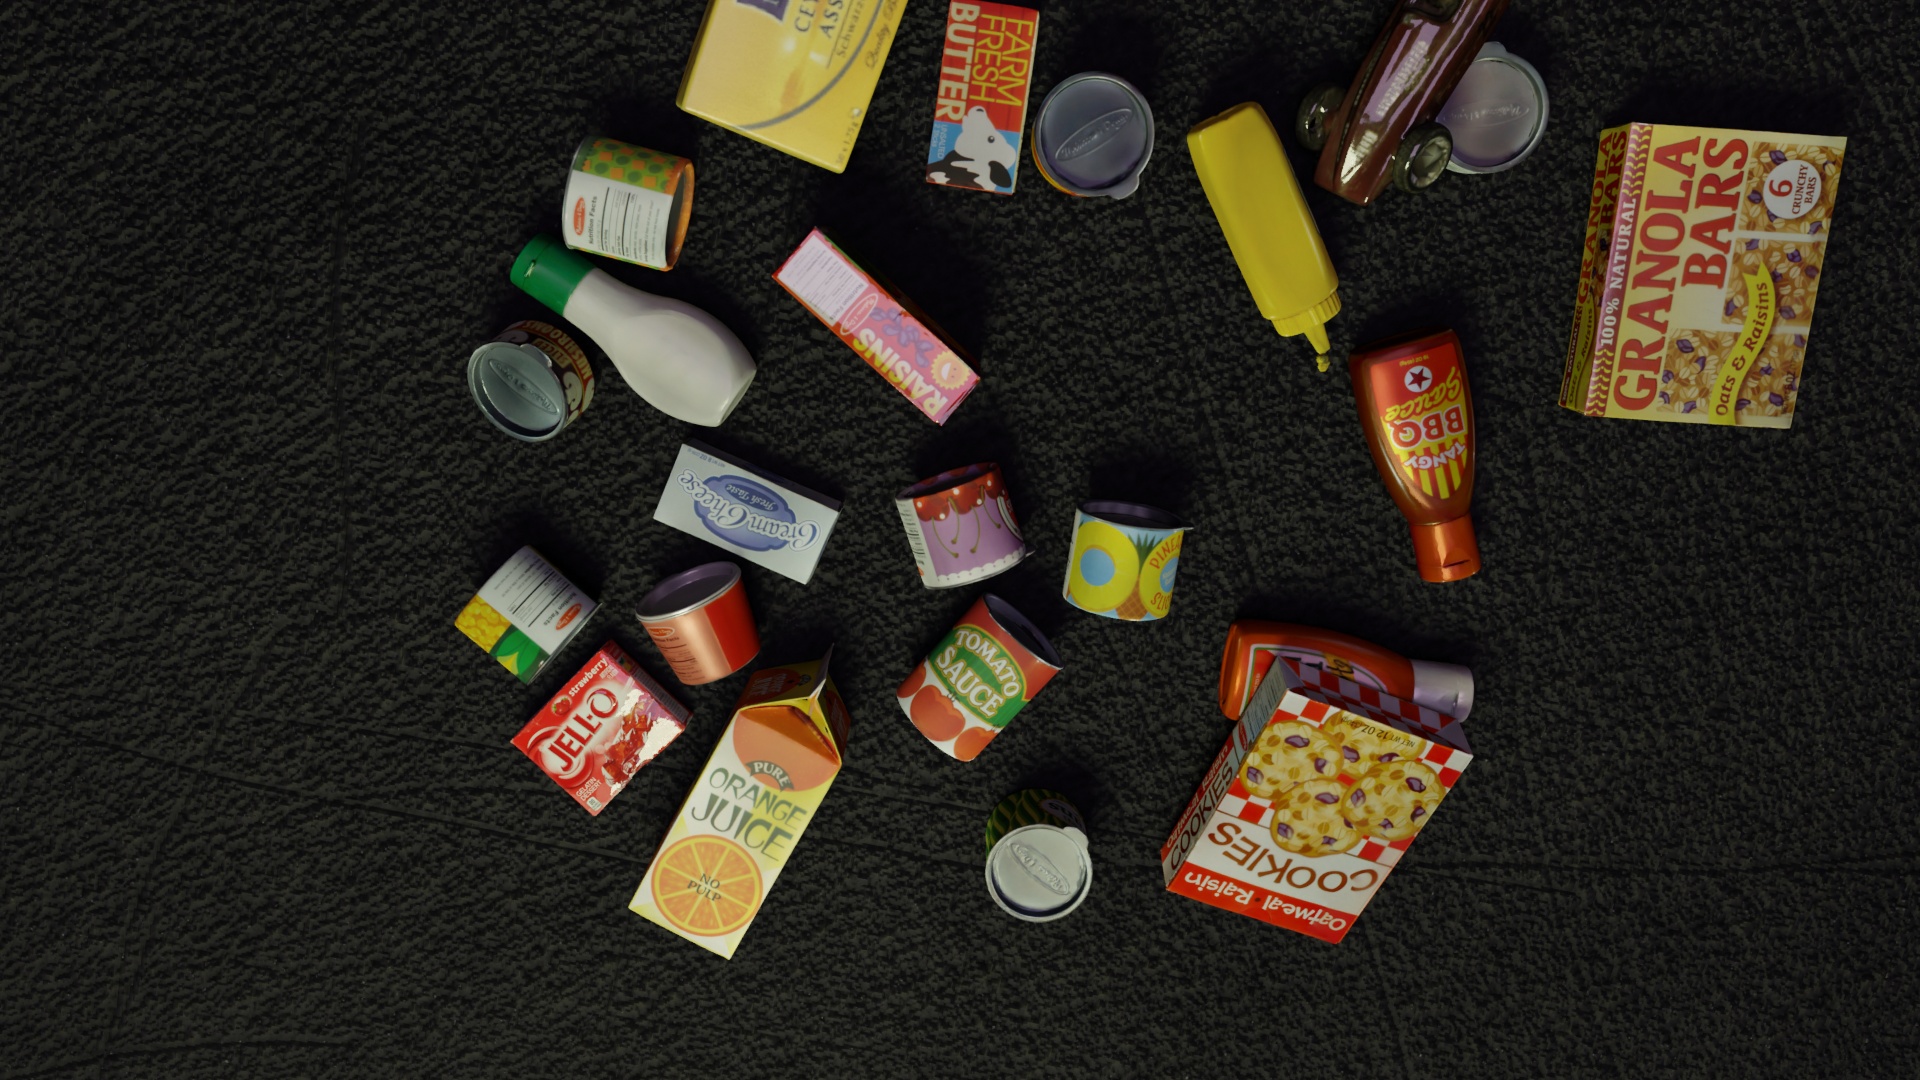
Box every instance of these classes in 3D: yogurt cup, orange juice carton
[{"bbox_3d":[-0.157,0.052,0.850,0.072,0.072,0.053,-19,110,5],"label":"yogurt cup"},{"bbox_3d":[-0.127,0.154,0.867,0.073,0.072,0.192,29,102,-6],"label":"orange juice carton"}]

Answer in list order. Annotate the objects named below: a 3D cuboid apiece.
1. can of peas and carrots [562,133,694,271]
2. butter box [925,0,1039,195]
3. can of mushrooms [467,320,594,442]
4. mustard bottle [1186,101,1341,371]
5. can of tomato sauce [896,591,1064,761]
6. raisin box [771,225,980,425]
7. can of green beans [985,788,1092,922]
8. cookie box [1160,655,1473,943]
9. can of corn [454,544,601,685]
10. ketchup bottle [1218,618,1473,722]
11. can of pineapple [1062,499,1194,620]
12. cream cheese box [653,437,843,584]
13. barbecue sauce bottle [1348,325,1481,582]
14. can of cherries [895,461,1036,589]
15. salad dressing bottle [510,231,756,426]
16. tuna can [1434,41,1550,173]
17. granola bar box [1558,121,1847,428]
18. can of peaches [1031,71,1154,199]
[{"bbox_3d":[-0.188,-0.194,0.795,0.059,0.071,0.070,14,103,-3],"label":"can of peas and carrots"},{"bbox_3d":[0.013,-0.254,0.798,0.053,0.024,0.103,8,103,-2],"label":"butter box"},{"bbox_3d":[-0.252,-0.096,0.819,0.071,0.034,0.070,11,126,16],"label":"can of mushrooms"},{"bbox_3d":[0.181,-0.170,0.797,0.049,0.065,0.160,-25,107,12],"label":"mustard bottle"},{"bbox_3d":[0.011,0.084,0.850,0.071,0.071,0.083,41,101,-8],"label":"can of tomato sauce"},{"bbox_3d":[-0.045,-0.124,0.796,0.123,0.086,0.040,41,99,-8],"label":"raisin box"},{"bbox_3d":[0.049,0.199,0.882,0.071,0.058,0.071,0,103,1],"label":"can of green beans"},{"bbox_3d":[0.214,0.164,0.855,0.123,0.040,0.166,20,118,-8],"label":"cookie box"},{"bbox_3d":[-0.265,0.046,0.849,0.058,0.071,0.071,42,100,-7],"label":"can of corn"},{"bbox_3d":[0.239,0.087,0.862,0.149,0.044,0.064,6,109,-1],"label":"ketchup bottle"},{"bbox_3d":[0.099,0.011,0.834,0.071,0.071,0.057,8,104,-1],"label":"can of pineapple"},{"bbox_3d":[-0.130,-0.018,0.853,0.104,0.024,0.053,23,103,-4],"label":"cream cheese box"},{"bbox_3d":[0.278,-0.050,0.830,0.065,0.044,0.148,-16,102,3],"label":"barbecue sauce bottle"},{"bbox_3d":[0.003,-0.010,0.832,0.071,0.071,0.058,-17,101,5],"label":"can of cherries"},{"bbox_3d":[-0.193,-0.126,0.820,0.147,0.044,0.064,34,108,-5],"label":"salad dressing bottle"},{"bbox_3d":[0.296,-0.245,0.791,0.071,0.033,0.071,0,103,1],"label":"tuna can"},{"bbox_3d":[0.428,-0.153,0.807,0.124,0.039,0.165,3,103,-1],"label":"granola bar box"},{"bbox_3d":[0.074,-0.226,0.786,0.071,0.058,0.071,0,103,0],"label":"can of peaches"}]
